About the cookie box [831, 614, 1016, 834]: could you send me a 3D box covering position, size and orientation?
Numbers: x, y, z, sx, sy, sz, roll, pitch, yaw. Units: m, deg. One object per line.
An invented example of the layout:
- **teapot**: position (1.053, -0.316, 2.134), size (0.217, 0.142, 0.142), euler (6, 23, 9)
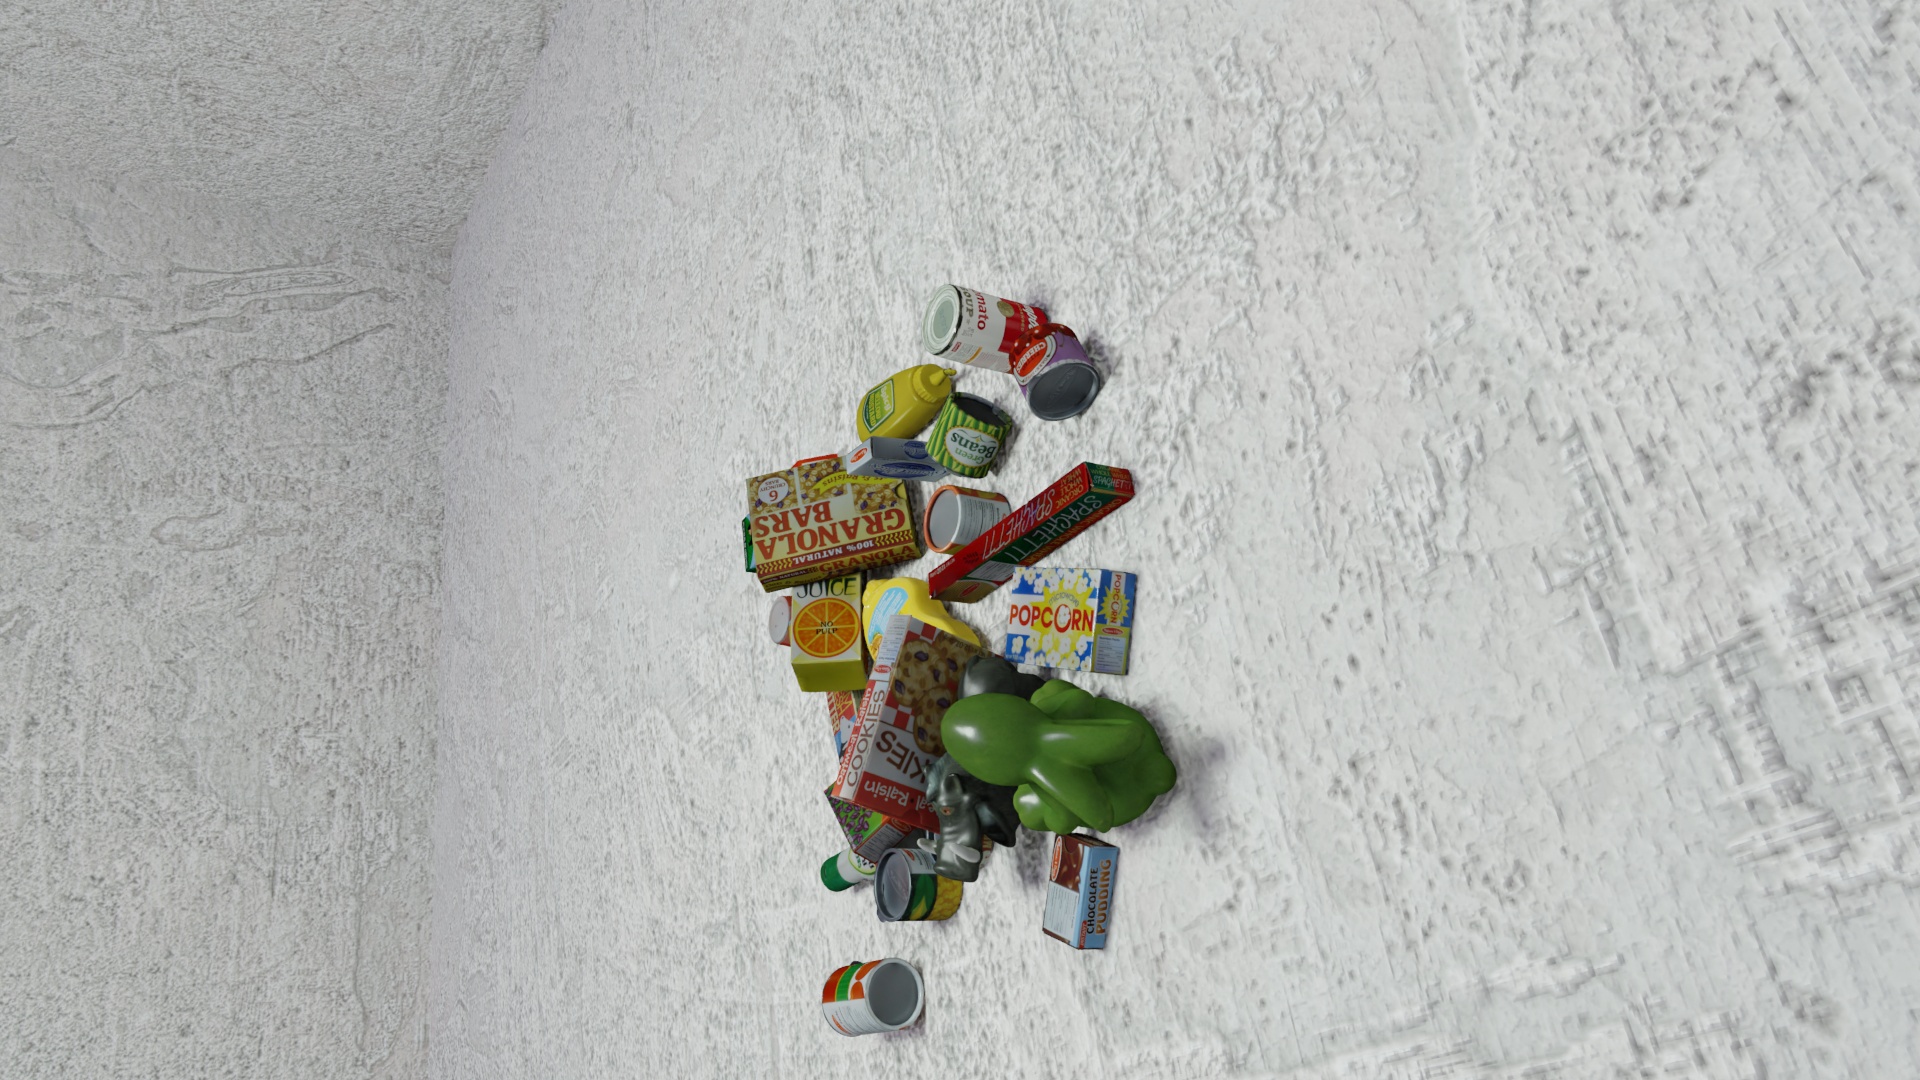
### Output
- **cookie box**: position (-0.029, 0.164, 1.216), size (0.040, 0.123, 0.168), euler (-4, 64, 55)

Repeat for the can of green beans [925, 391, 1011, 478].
- **can of green beans**: position (0.008, -0.100, 1.315), size (0.057, 0.071, 0.071), euler (-63, 36, 25)

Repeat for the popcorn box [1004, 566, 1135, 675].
- **popcorn box**: position (0.090, 0.066, 1.169), size (0.126, 0.038, 0.085), euler (0, 82, 57)

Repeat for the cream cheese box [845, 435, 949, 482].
- **cream cheese box**: position (-0.056, -0.080, 1.375), size (0.053, 0.104, 0.024), euler (-27, 64, 53)

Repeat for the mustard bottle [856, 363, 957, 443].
- **mustard bottle**: position (-0.052, -0.147, 1.437), size (0.159, 0.049, 0.065), euler (-31, 59, 51)

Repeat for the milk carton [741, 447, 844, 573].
- **milk carton**: position (-0.174, -0.030, 1.575), size (0.189, 0.073, 0.072), euler (-40, 50, 45)

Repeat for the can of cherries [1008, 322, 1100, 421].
- **can of cherries**: position (0.079, -0.148, 1.211), size (0.071, 0.071, 0.058), euler (-56, 40, 34)

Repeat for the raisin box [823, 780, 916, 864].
- **raisin box**: position (-0.062, 0.232, 1.316), size (0.123, 0.040, 0.086), euler (-42, 40, 5)

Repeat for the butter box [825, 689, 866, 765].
- **butter box**: position (-0.116, 0.182, 1.475), size (0.053, 0.024, 0.104), euler (-48, 45, 40)

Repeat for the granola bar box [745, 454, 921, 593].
- **granola bar box**: position (-0.133, -0.024, 1.437), size (0.039, 0.165, 0.125), euler (74, -177, -59)

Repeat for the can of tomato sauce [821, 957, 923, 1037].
- **can of tomato sauce**: position (-0.083, 0.432, 1.320), size (0.082, 0.071, 0.071), euler (-31, 57, 50)

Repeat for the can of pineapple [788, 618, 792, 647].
- **can of pineapple**: position (-0.153, 0.114, 1.510), size (0.070, 0.071, 0.058), euler (-47, 45, 42)

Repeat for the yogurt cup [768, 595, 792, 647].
- **yogurt cup**: position (-0.182, 0.092, 1.574), size (0.072, 0.054, 0.072), euler (-18, 68, 55)

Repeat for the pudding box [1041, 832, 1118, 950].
- **pudding box**: position (0.096, 0.280, 1.112), size (0.049, 0.030, 0.083), euler (4, 85, 59)

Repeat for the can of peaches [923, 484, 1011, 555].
- **can of peaches**: position (0.005, -0.016, 1.306), size (0.071, 0.058, 0.071), euler (-19, 66, 54)

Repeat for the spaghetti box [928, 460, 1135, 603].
- **spaghetti box**: position (0.057, -0.002, 1.228), size (0.249, 0.050, 0.029), euler (-36, 54, 48)

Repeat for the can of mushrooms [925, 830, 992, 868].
- **can of mushrooms**: position (0.000, 0.266, 1.262), size (0.071, 0.033, 0.071), euler (-22, 63, 54)

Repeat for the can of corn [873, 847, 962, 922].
- **can of corn**: position (-0.040, 0.321, 1.288), size (0.071, 0.058, 0.071), euler (-20, 66, 54)

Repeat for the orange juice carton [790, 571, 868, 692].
- **orange juice carton**: position (-0.136, 0.057, 1.460), size (0.071, 0.073, 0.193), euler (84, -177, -58)

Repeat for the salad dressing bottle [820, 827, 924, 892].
- **salad dressing bottle**: position (-0.091, 0.314, 1.382), size (0.147, 0.044, 0.064), euler (-40, 50, 46)
